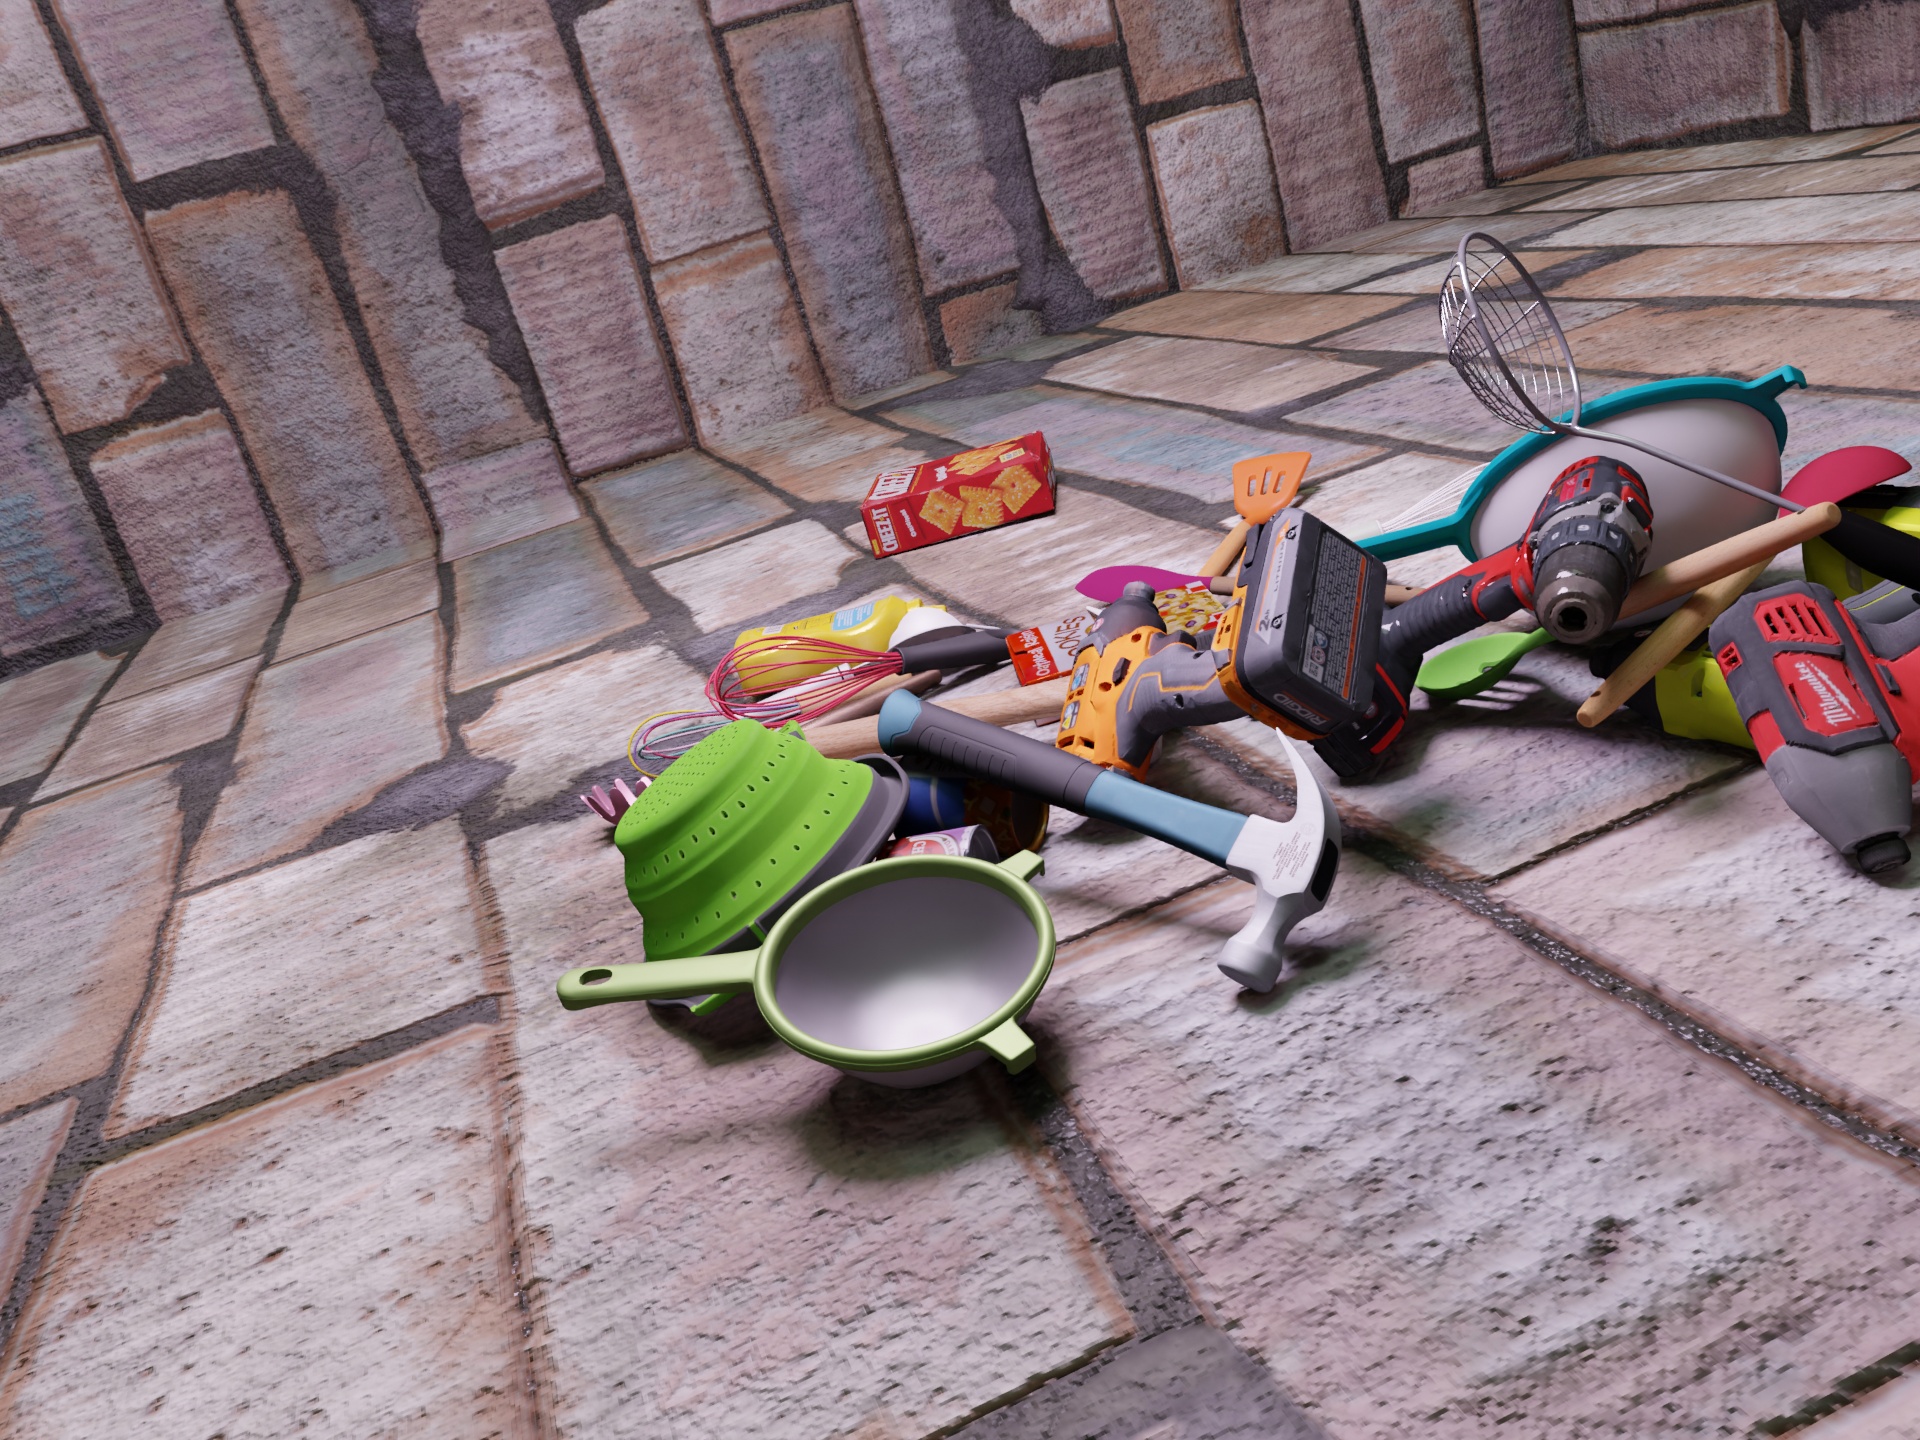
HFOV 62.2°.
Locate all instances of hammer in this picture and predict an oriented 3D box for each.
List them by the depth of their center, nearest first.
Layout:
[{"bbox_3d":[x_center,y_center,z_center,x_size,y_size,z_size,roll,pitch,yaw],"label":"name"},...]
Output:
[{"bbox_3d":[0.067,0.038,0.895,0.331,0.033,0.128,19,72,44],"label":"hammer"},{"bbox_3d":[-0.002,-0.004,1.168,0.331,0.031,0.130,-11,50,27],"label":"hammer"}]

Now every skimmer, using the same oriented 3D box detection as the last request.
[{"bbox_3d":[0.425,-0.161,0.868,0.363,0.090,0.127,32,32,25],"label":"skimmer"}]

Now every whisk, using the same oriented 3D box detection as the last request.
[{"bbox_3d":[-0.068,-0.045,1.289,0.295,0.073,0.073,-11,15,-30],"label":"whisk"},{"bbox_3d":[-0.155,-0.007,1.313,0.245,0.051,0.047,-17,58,-17],"label":"whisk"},{"bbox_3d":[0.359,-0.160,1.331,0.246,0.059,0.057,-18,-19,8],"label":"whisk"}]

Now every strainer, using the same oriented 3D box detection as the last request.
[{"bbox_3d":[-0.075,0.144,0.805,0.256,0.069,0.152,-6,33,9],"label":"strainer"},{"bbox_3d":[0.374,-0.103,1.030,0.340,0.210,0.095,-14,63,6],"label":"strainer"},{"bbox_3d":[-0.092,-0.045,1.366,0.258,0.050,0.086,-25,-14,-3],"label":"strainer"}]

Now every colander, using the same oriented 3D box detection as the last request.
[{"bbox_3d":[-0.143,0.043,1.025,0.204,0.094,0.397,-37,16,7],"label":"colander"}]

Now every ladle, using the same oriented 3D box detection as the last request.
[{"bbox_3d":[0.441,-0.083,0.900,0.315,0.031,0.069,-36,14,-26],"label":"ladle"}]

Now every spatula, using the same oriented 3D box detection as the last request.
[{"bbox_3d":[0.252,-0.176,1.462,0.081,0.041,0.323,-4,24,28],"label":"spatula"}]

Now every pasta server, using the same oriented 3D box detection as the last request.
[{"bbox_3d":[-0.150,0.015,1.272,0.316,0.040,0.060,-25,11,-26],"label":"pasta server"}]

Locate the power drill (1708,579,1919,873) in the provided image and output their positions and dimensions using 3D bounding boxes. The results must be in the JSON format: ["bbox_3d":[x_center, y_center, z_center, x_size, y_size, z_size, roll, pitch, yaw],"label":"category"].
[{"bbox_3d":[0.487,-0.016,0.749,0.219,0.078,0.143,-15,64,6],"label":"power drill"}]

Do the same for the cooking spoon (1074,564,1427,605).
[{"bbox_3d":[0.230,-0.110,1.302,0.319,0.017,0.069,8,35,39],"label":"cooking spoon"}]

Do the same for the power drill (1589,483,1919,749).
[{"bbox_3d":[0.493,-0.057,0.915,0.223,0.080,0.171,-28,24,-21],"label":"power drill"}]

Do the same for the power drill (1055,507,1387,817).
[{"bbox_3d":[0.145,-0.042,0.959,0.226,0.084,0.164,-27,41,52],"label":"power drill"}]

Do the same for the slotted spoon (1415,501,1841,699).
[{"bbox_3d":[0.374,-0.063,0.923,0.070,0.031,0.313,-38,1,-25],"label":"slotted spoon"}]

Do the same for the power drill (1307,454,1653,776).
[{"bbox_3d":[0.293,-0.056,0.925,0.226,0.080,0.188,-35,8,36],"label":"power drill"}]
